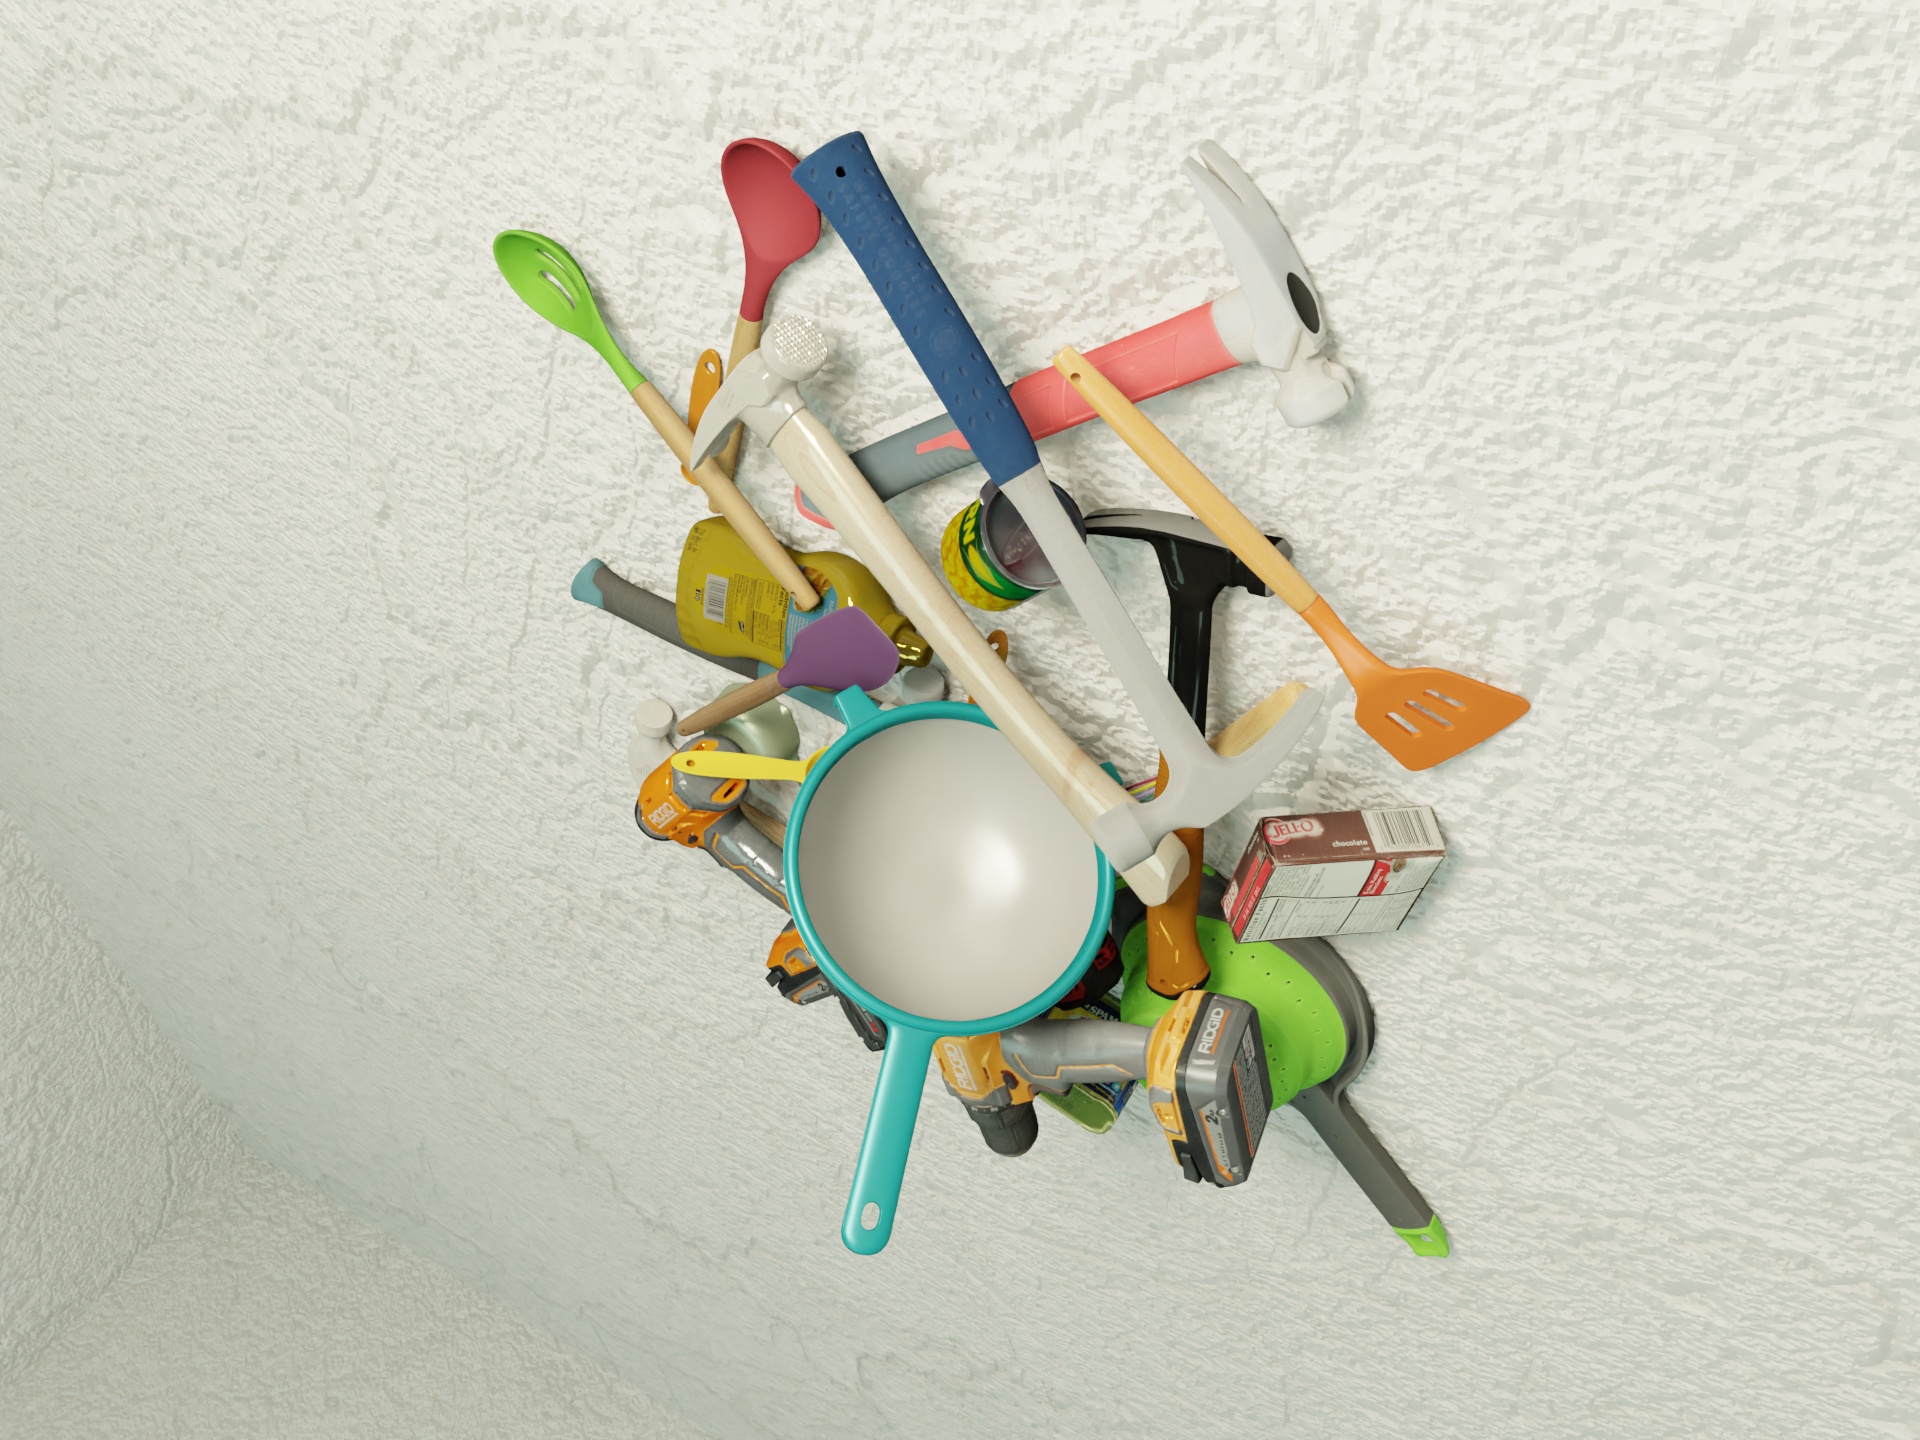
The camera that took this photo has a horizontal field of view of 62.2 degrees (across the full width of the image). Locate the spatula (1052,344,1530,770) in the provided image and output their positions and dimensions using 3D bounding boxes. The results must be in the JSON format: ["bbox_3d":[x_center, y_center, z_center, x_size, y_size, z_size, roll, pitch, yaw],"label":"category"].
[{"bbox_3d":[0.168,-0.083,0.840,0.322,0.041,0.081,43,129,-12],"label":"spatula"}]

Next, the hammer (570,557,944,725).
[{"bbox_3d":[-0.158,-0.047,1.196,0.331,0.033,0.128,25,140,19],"label":"hammer"}]

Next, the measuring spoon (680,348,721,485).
[{"bbox_3d":[-0.172,-0.204,1.068,0.021,0.011,0.116,33,139,10],"label":"measuring spoon"}]

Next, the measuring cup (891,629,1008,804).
[{"bbox_3d":[-0.002,-0.003,1.079,0.052,0.095,0.173,-119,35,-45],"label":"measuring cup"}]

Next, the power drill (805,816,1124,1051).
[{"bbox_3d":[0.000,0.154,1.148,0.219,0.078,0.143,-23,101,38],"label":"power drill"}]

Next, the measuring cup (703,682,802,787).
[{"bbox_3d":[-0.144,0.046,1.272,0.083,0.038,0.167,-16,114,48],"label":"measuring cup"}]

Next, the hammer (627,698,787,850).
[{"bbox_3d":[-0.143,0.109,1.343,0.331,0.031,0.130,32,142,10],"label":"hammer"}]

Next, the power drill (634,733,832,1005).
[{"bbox_3d":[-0.171,0.123,1.289,0.226,0.084,0.164,48,147,-7],"label":"power drill"}]

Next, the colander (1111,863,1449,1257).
[{"bbox_3d":[0.229,0.280,1.148,0.204,0.094,0.397,-20,114,49],"label":"colander"}]

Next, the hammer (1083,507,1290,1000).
[{"bbox_3d":[0.128,0.032,0.976,0.127,0.034,0.336,16,125,28],"label":"hammer"}]

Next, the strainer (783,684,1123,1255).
[{"bbox_3d":[-0.028,0.159,0.997,0.211,0.340,0.095,17,160,-9],"label":"strainer"}]

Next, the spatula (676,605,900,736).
[{"bbox_3d":[-0.130,-0.022,1.099,0.059,0.018,0.316,48,149,-15],"label":"spatula"}]

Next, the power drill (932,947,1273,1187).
[{"bbox_3d":[0.089,0.244,1.066,0.226,0.084,0.185,5,132,27],"label":"power drill"}]

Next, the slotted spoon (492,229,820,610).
[{"bbox_3d":[-0.195,-0.197,1.045,0.314,0.031,0.070,51,147,-2],"label":"slotted spoon"}]

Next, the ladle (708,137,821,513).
[{"bbox_3d":[-0.133,-0.232,0.990,0.069,0.031,0.315,35,145,7],"label":"ladle"}]

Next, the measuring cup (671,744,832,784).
[{"bbox_3d":[-0.142,0.044,1.213,0.156,0.062,0.029,6,145,-6],"label":"measuring cup"}]

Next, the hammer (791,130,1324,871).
[{"bbox_3d":[0.042,-0.123,0.839,0.405,0.144,0.035,58,-175,-7],"label":"hammer"}]

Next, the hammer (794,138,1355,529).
[{"bbox_3d":[0.025,-0.185,0.893,0.386,0.038,0.143,-12,119,46],"label":"hammer"}]

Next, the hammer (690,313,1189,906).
[{"bbox_3d":[-0.009,-0.048,0.976,0.410,0.038,0.146,51,143,-3],"label":"hammer"}]

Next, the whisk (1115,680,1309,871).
[{"bbox_3d":[0.144,0.041,1.022,0.047,0.051,0.245,53,138,6],"label":"whisk"}]
